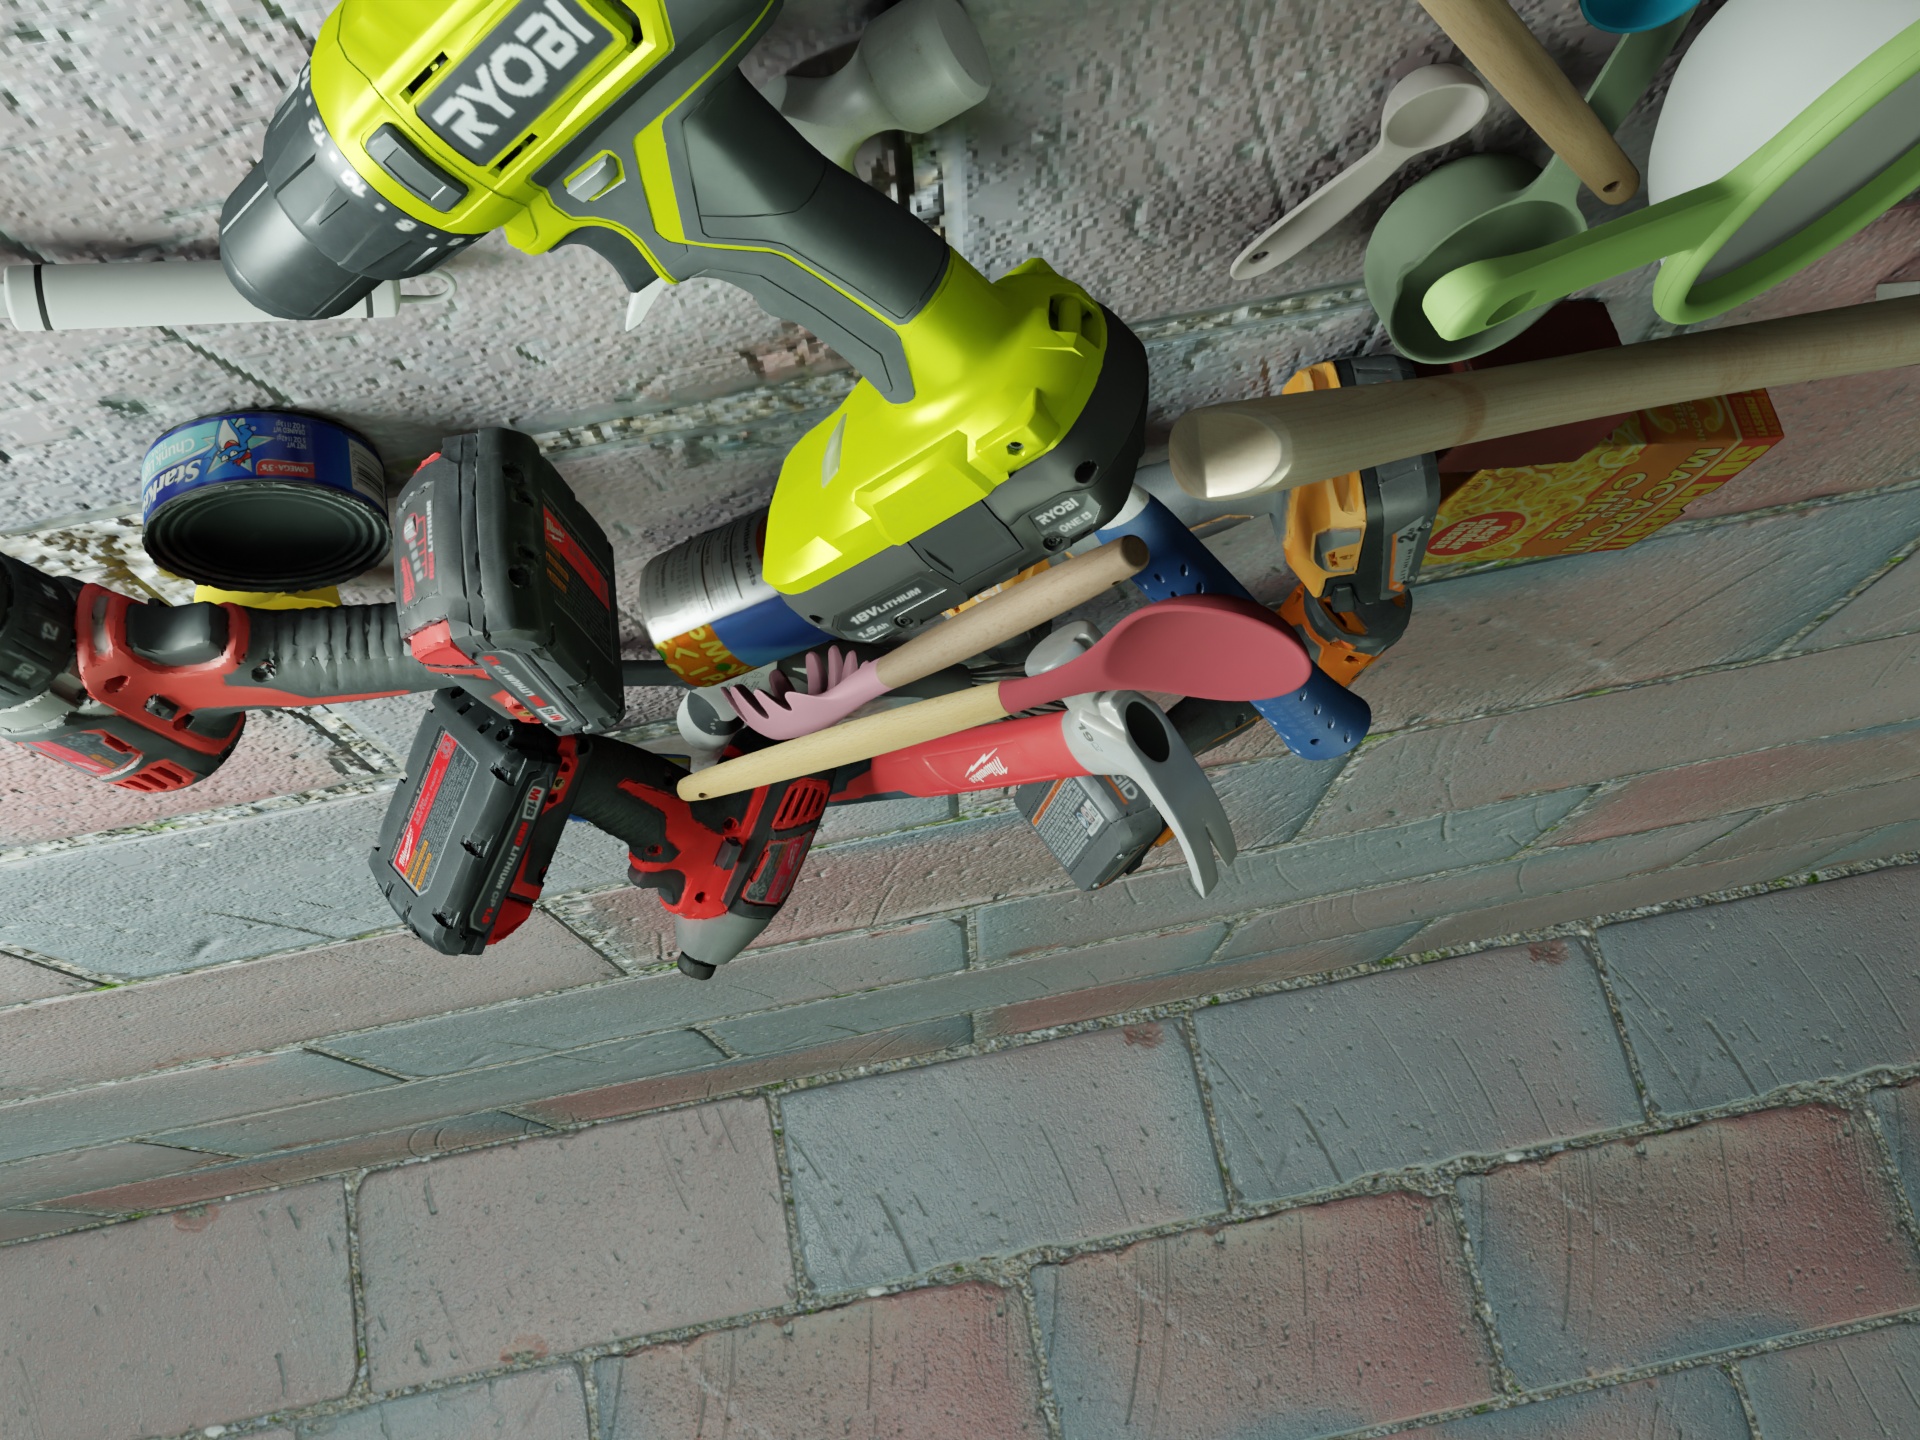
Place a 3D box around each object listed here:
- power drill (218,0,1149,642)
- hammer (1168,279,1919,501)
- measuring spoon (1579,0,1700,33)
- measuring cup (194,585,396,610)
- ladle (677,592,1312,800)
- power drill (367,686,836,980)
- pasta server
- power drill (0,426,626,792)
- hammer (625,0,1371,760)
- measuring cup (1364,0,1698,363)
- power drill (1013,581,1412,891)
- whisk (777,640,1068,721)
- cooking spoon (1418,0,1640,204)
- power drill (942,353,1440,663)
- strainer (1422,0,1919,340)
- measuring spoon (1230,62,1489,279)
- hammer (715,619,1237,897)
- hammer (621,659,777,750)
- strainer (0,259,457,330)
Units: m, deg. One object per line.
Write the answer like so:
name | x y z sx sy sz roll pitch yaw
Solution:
power drill | -0.074 -0.120 0.447 0.190 0.080 0.228 -26 133 33
hammer | 0.265 -0.132 0.604 0.410 0.038 0.146 -12 -166 -17
measuring spoon | 0.168 -0.236 0.450 0.128 0.021 0.042 12 151 -32
measuring cup | -0.251 -0.059 0.694 0.156 0.029 0.062 -13 165 -36
ladle | -0.001 -0.002 0.681 0.315 0.031 0.069 -15 140 30
power drill | -0.170 0.063 0.801 0.219 0.079 0.143 13 106 -48
pasta server | -0.020 -0.033 0.669 0.060 0.040 0.316 -24 -179 -31
power drill | -0.250 -0.037 0.560 0.226 0.080 0.187 -10 161 3
hammer | 0.049 -0.085 0.602 0.144 0.035 0.405 -20 142 29
measuring cup | 0.199 -0.199 0.550 0.083 0.038 0.167 -4 144 -25
power drill | 0.144 0.002 0.919 0.226 0.084 0.164 -33 167 -19
whisk | 0.000 -0.020 0.912 0.238 0.055 0.055 7 154 -35
cooking spoon | 0.117 -0.215 0.428 0.069 0.017 0.318 -29 149 35
power drill | 0.093 -0.083 0.738 0.226 0.084 0.185 -9 161 6
strainer | 0.226 -0.180 0.485 0.256 0.069 0.151 -25 164 -22
measuring spoon | 0.133 -0.191 0.557 0.034 0.018 0.124 -1 165 -29
hammer | -0.021 0.038 0.871 0.386 0.143 0.038 -10 -149 53
hammer | -0.281 -0.022 0.753 0.408 0.036 0.149 -2 158 -27
strainer | -0.280 -0.122 0.462 0.258 0.050 0.086 -8 147 -21
